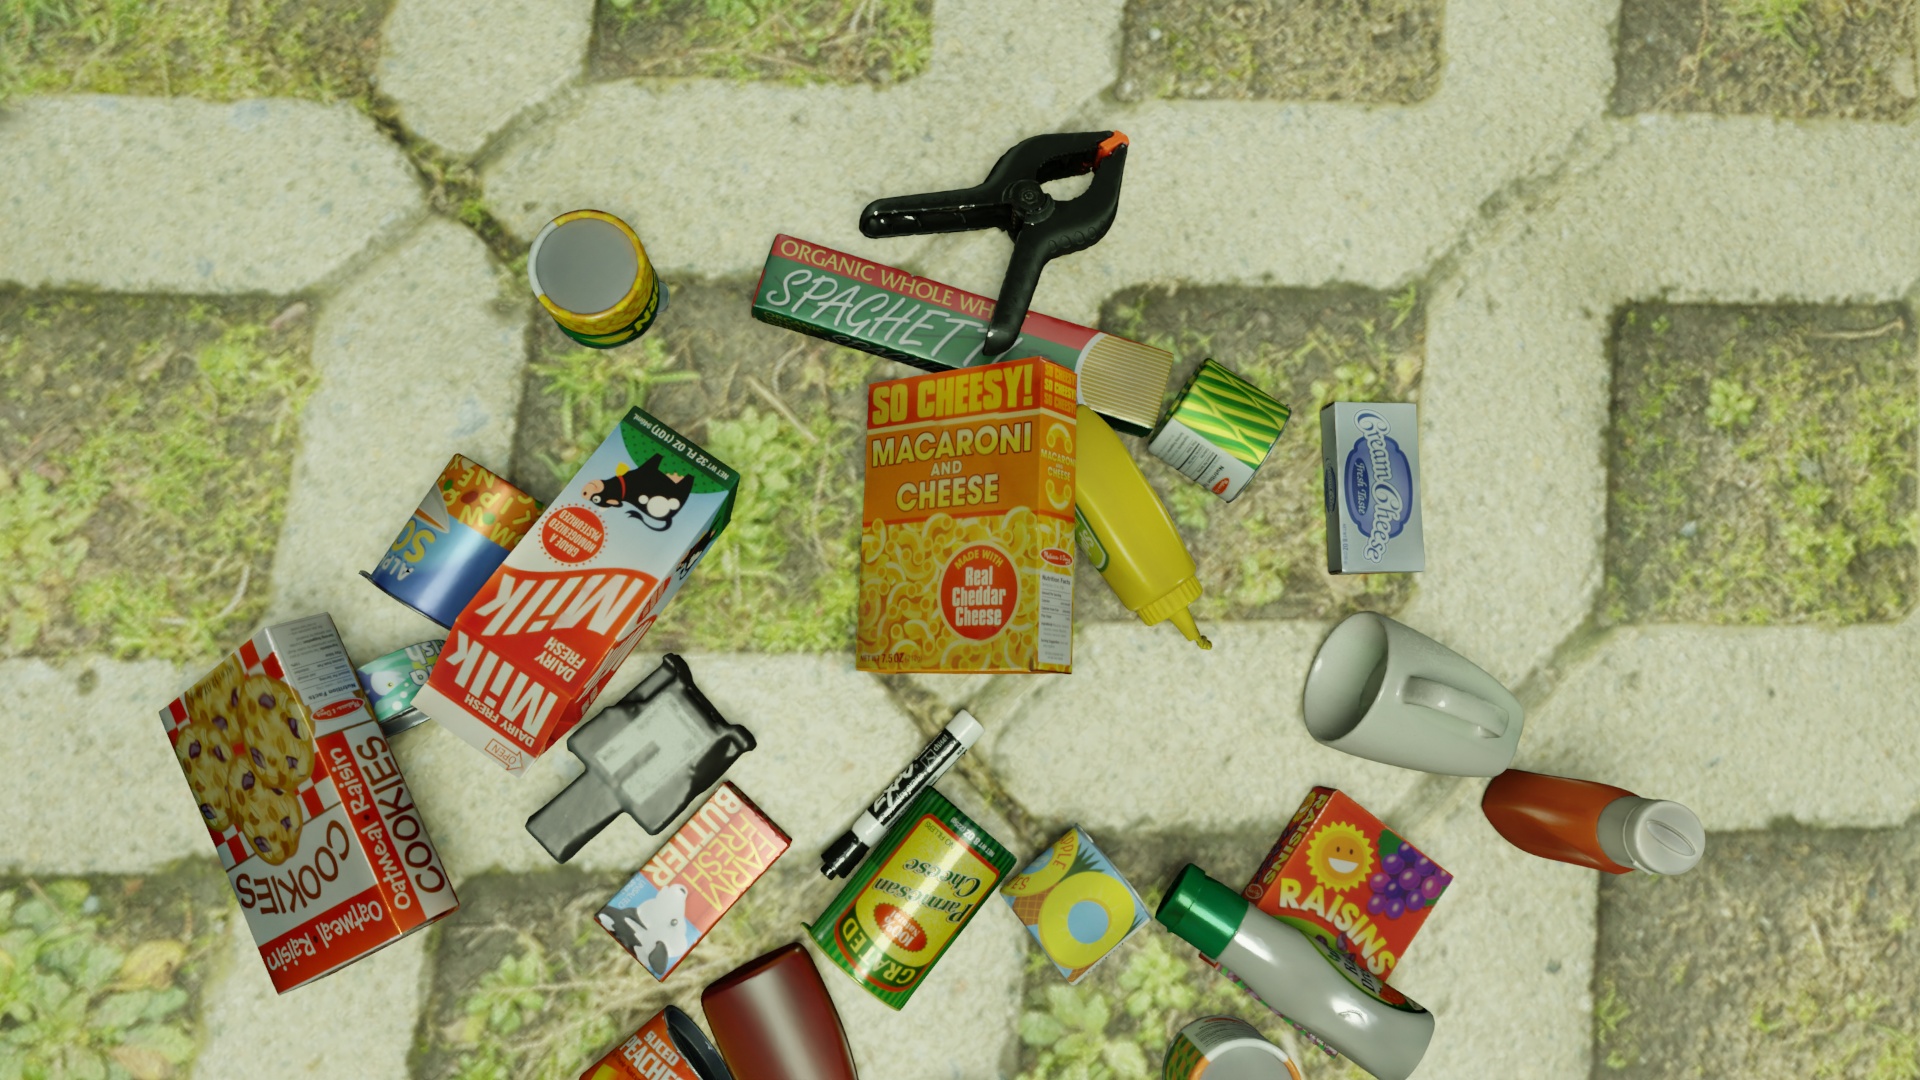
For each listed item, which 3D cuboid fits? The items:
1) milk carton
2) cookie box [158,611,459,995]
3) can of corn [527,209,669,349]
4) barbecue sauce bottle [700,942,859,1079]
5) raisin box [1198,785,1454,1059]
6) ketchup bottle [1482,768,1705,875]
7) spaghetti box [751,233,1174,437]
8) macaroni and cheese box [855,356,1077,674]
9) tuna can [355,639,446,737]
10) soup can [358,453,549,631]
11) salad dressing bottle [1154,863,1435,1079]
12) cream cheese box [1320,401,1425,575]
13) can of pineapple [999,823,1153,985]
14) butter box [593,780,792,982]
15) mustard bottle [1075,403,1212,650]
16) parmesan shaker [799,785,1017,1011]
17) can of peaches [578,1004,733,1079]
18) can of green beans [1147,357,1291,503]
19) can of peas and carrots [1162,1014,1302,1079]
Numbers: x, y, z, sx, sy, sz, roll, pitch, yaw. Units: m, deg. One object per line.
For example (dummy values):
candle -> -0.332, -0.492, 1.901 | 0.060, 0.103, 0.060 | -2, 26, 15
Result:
milk carton -> -0.202, 0.029, 0.742 | 0.072, 0.073, 0.191 | 34, 66, 0
cookie box -> -0.340, 0.138, 0.721 | 0.122, 0.040, 0.167 | -29, 84, 32
can of corn -> -0.206, -0.149, 0.795 | 0.071, 0.058, 0.071 | 1, 83, -4
barbecue sauce bottle -> -0.083, 0.298, 0.751 | 0.065, 0.043, 0.148 | -25, 85, -7
raisin box -> 0.208, 0.214, 0.789 | 0.086, 0.040, 0.123 | 36, 82, 2
ketchup bottle -> 0.343, 0.155, 0.753 | 0.065, 0.148, 0.043 | 33, 83, 0
spaghetti box -> 0.001, -0.121, 0.824 | 0.250, 0.028, 0.050 | 17, 80, -2
macaroni and cheese box -> 0.003, -0.010, 0.770 | 0.123, 0.040, 0.166 | -4, 79, 36
tuna can -> -0.301, 0.081, 0.750 | 0.071, 0.071, 0.033 | -27, 85, -8
soup can -> -0.275, 0.002, 0.764 | 0.071, 0.071, 0.084 | 31, 80, 0
salad dressing bottle -> 0.175, 0.227, 0.735 | 0.148, 0.064, 0.044 | 32, 91, 8
cream cheese box -> 0.247, -0.031, 0.834 | 0.053, 0.024, 0.104 | 0, 82, -6
can of pineapple -> 0.062, 0.199, 0.765 | 0.058, 0.071, 0.071 | -38, 87, -8
butter box -> -0.147, 0.188, 0.770 | 0.053, 0.024, 0.103 | 44, 81, 3
mustard bottle -> 0.096, -0.001, 0.798 | 0.049, 0.065, 0.160 | -34, 88, -11
parmesan shaker -> -0.028, 0.192, 0.758 | 0.071, 0.071, 0.103 | 39, 81, 1
can of peaches -> -0.160, 0.290, 0.732 | 0.058, 0.071, 0.071 | -37, 87, -7
can of green beans -> 0.150, -0.065, 0.809 | 0.058, 0.071, 0.071 | 33, 81, 1
can of peas and carrots -> 0.150, 0.303, 0.761 | 0.071, 0.058, 0.071 | 1, 82, -4
